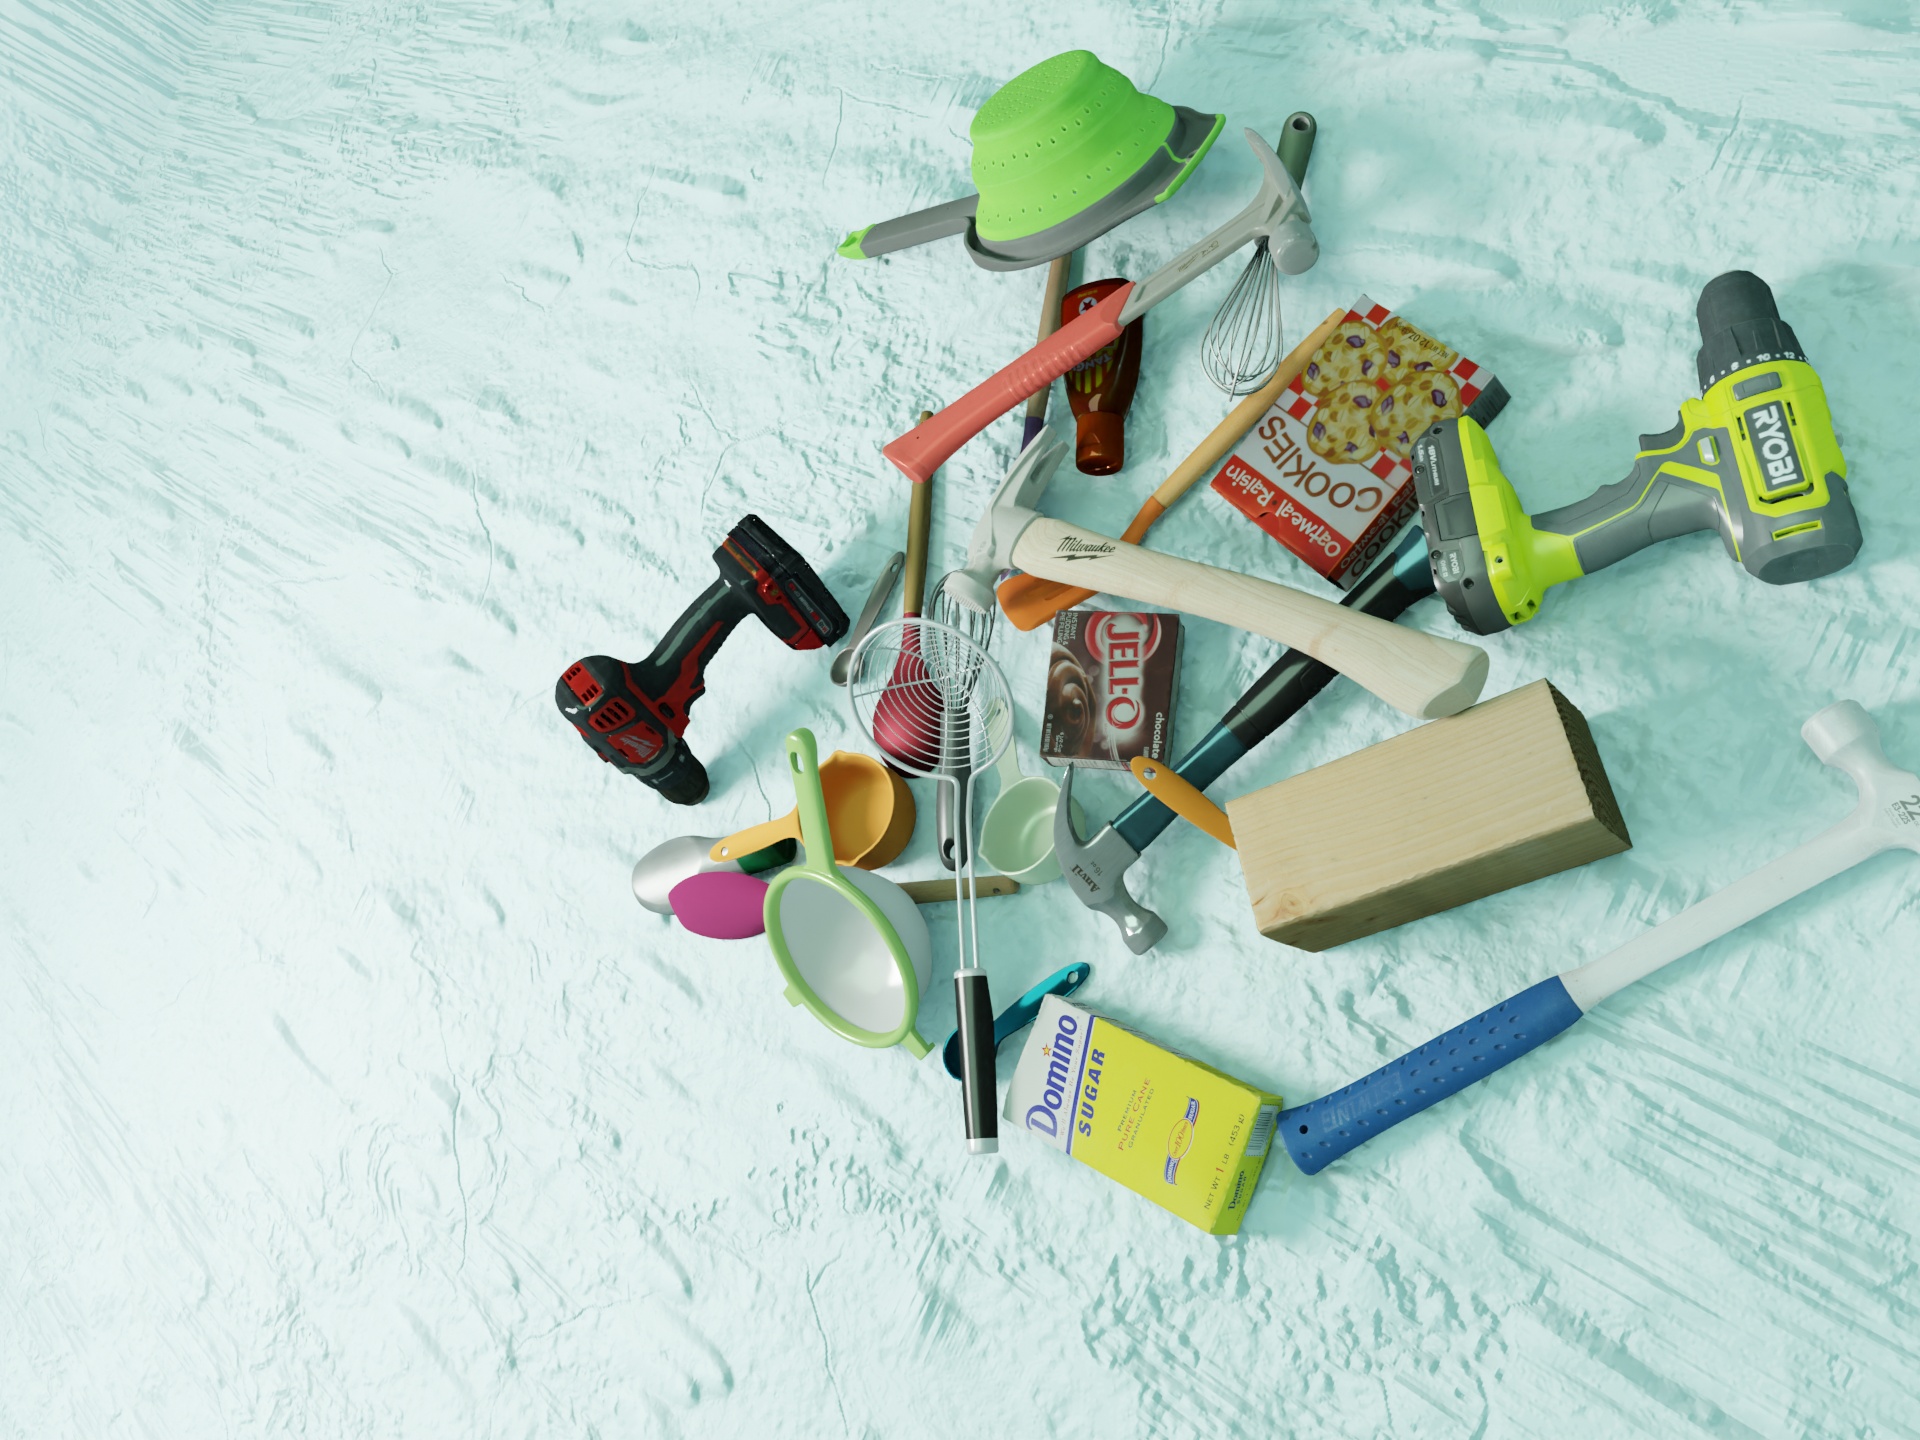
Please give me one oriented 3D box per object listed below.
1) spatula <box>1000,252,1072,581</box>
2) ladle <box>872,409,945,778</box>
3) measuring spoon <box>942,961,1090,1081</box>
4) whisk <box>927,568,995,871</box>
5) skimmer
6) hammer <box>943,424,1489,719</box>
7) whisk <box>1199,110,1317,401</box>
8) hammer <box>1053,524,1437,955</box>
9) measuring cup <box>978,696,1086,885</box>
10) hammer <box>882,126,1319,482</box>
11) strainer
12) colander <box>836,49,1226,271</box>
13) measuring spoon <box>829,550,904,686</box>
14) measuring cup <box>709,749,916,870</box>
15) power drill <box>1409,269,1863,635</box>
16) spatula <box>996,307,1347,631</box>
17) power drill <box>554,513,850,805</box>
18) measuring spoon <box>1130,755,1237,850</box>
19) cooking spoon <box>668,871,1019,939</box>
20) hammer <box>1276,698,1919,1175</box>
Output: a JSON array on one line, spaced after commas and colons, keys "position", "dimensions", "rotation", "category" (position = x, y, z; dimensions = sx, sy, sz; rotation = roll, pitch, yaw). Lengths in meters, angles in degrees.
[{"position": [0.063, -0.262, 1.259], "dimensions": [0.059, 0.018, 0.316], "rotation": [136, 145, -71], "category": "spatula"}, {"position": [-0.035, -0.108, 1.283], "dimensions": [0.069, 0.031, 0.316], "rotation": [-7, 69, 28], "category": "ladle"}, {"position": [0.044, 0.213, 1.129], "dimensions": [0.128, 0.021, 0.042], "rotation": [-37, 52, 9], "category": "measuring spoon"}, {"position": [-0.001, -0.004, 1.211], "dimensions": [0.055, 0.055, 0.239], "rotation": [-8, 74, 33], "category": "whisk"}, {"position": [-0.012, 0.112, 1.095], "dimensions": [0.127, 0.090, 0.363], "rotation": [-12, 73, 28], "category": "skimmer"}, {"position": [0.162, -0.094, 1.047], "dimensions": [0.411, 0.038, 0.146], "rotation": [24, 81, 43], "category": "hammer"}, {"position": [0.223, -0.340, 1.153], "dimensions": [0.058, 0.059, 0.246], "rotation": [15, 72, 7], "category": "whisk"}, {"position": [0.194, 0.001, 1.058], "dimensions": [0.331, 0.033, 0.128], "rotation": [-44, 86, 9], "category": "hammer"}, {"position": [0.048, 0.049, 1.171], "dimensions": [0.083, 0.038, 0.168], "rotation": [-36, 42, 23], "category": "measuring cup"}, {"position": [0.091, -0.291, 1.179], "dimensions": [0.359, 0.036, 0.149], "rotation": [-30, 44, 23], "category": "hammer"}, {"position": [-0.078, 0.114, 1.155], "dimensions": [0.152, 0.069, 0.256], "rotation": [13, 121, 40], "category": "strainer"}, {"position": [0.017, -0.446, 1.278], "dimensions": [0.397, 0.094, 0.204], "rotation": [2, 50, 46], "category": "colander"}, {"position": [-0.071, -0.082, 1.309], "dimensions": [0.034, 0.018, 0.124], "rotation": [16, 77, 47], "category": "measuring spoon"}, {"position": [-0.114, 0.087, 1.248], "dimensions": [0.173, 0.052, 0.095], "rotation": [-20, 64, 23], "category": "measuring cup"}, {"position": [0.398, -0.156, 0.958], "dimensions": [0.228, 0.080, 0.191], "rotation": [-16, 66, 28], "category": "power drill"}, {"position": [0.157, -0.182, 1.159], "dimensions": [0.322, 0.041, 0.081], "rotation": [-45, 30, 13], "category": "spatula"}, {"position": [-0.203, -0.038, 1.309], "dimensions": [0.227, 0.187, 0.080], "rotation": [-43, 53, -6], "category": "power drill"}, {"position": [0.159, 0.061, 1.045], "dimensions": [0.117, 0.011, 0.021], "rotation": [38, 99, 5], "category": "measuring spoon"}, {"position": [-0.098, 0.139, 1.234], "dimensions": [0.319, 0.068, 0.017], "rotation": [-8, 28, 28], "category": "cooking spoon"}, {"position": [0.361, 0.156, 0.906], "dimensions": [0.405, 0.035, 0.144], "rotation": [-36, 57, 21], "category": "hammer"}]
